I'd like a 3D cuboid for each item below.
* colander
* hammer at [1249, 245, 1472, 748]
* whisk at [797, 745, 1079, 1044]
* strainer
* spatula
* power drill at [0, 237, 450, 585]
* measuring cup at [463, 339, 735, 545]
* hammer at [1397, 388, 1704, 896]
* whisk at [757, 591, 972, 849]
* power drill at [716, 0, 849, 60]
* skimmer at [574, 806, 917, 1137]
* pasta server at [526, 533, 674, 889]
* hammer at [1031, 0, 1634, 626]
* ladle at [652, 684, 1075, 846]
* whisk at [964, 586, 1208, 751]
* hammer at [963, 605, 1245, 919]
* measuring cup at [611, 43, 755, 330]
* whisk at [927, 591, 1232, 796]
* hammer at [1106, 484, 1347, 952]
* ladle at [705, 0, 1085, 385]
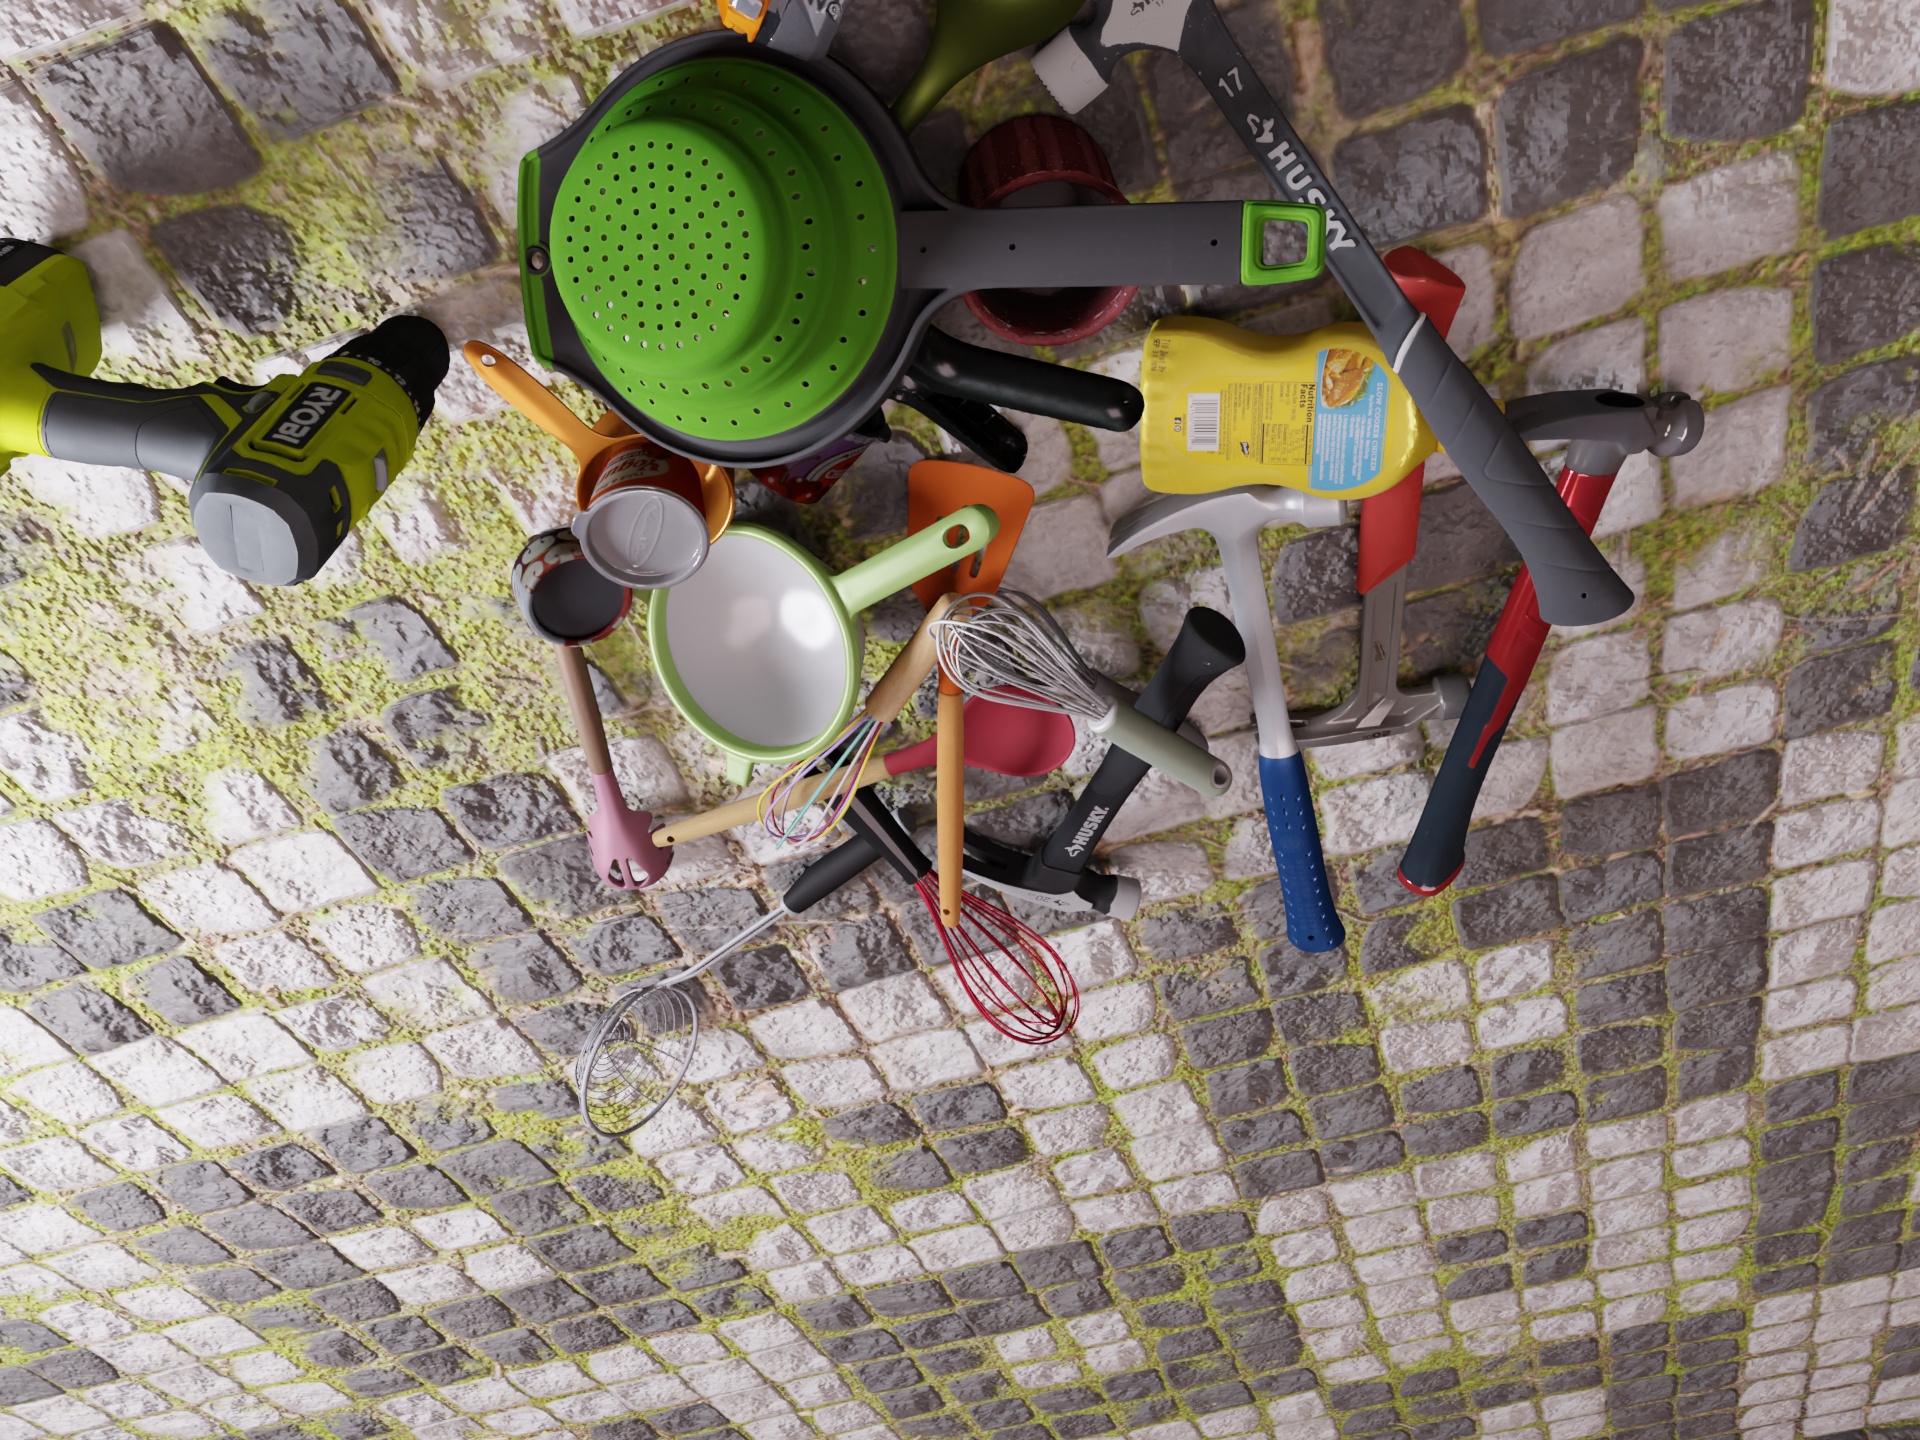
[{"bbox_3d":[-0.041,-0.212,0.712,0.397,0.094,0.204,3,104,15],"label":"colander"},{"bbox_3d":[0.254,-0.120,0.978,0.149,0.037,0.358,-8,135,2],"label":"hammer"},{"bbox_3d":[-0.016,0.121,1.125,0.073,0.073,0.295,-34,107,24],"label":"whisk"},{"bbox_3d":[-0.072,-0.072,0.941,0.256,0.069,0.151,-24,96,32],"label":"strainer"},{"bbox_3d":[-0.002,-0.003,0.996,0.081,0.041,0.322,15,125,21],"label":"spatula"},{"bbox_3d":[-0.382,-0.163,0.786,0.228,0.191,0.080,14,133,0],"label":"power drill"},{"bbox_3d":[-0.199,-0.162,0.878,0.095,0.052,0.173,-34,127,24],"label":"measuring cup"},{"bbox_3d":[0.339,-0.032,1.025,0.143,0.038,0.386,-6,130,-19],"label":"hammer"},{"bbox_3d":[-0.064,0.006,0.985,0.047,0.051,0.245,44,129,6],"label":"whisk"},{"bbox_3d":[-0.133,-0.388,0.645,0.226,0.084,0.164,19,129,-18],"label":"power drill"},{"bbox_3d":[-0.157,0.195,1.205,0.363,0.090,0.127,-37,160,23],"label":"skimmer"},{"bbox_3d":[-0.244,0.006,1.058,0.060,0.040,0.316,-5,131,-1],"label":"pasta server"},{"bbox_3d":[0.216,-0.208,0.791,0.149,0.036,0.408,-35,105,20],"label":"hammer"},{"bbox_3d":[-0.070,0.039,1.063,0.315,0.031,0.069,-17,113,18],"label":"ladle"},{"bbox_3d":[0.086,-0.026,1.048,0.238,0.055,0.055,29,125,-35],"label":"whisk"},{"bbox_3d":[0.101,0.034,1.061,0.146,0.035,0.334,14,143,-9],"label":"hammer"},{"bbox_3d":[-0.132,-0.269,0.806,0.062,0.029,0.156,18,118,-22],"label":"measuring cup"},{"bbox_3d":[0.078,-0.007,0.942,0.246,0.058,0.059,28,161,-34],"label":"whisk"},{"bbox_3d":[0.204,0.011,1.055,0.144,0.035,0.405,-4,131,19],"label":"hammer"},{"bbox_3d":[-0.046,-0.282,0.792,0.078,0.062,0.320,27,133,-25],"label":"ladle"}]
